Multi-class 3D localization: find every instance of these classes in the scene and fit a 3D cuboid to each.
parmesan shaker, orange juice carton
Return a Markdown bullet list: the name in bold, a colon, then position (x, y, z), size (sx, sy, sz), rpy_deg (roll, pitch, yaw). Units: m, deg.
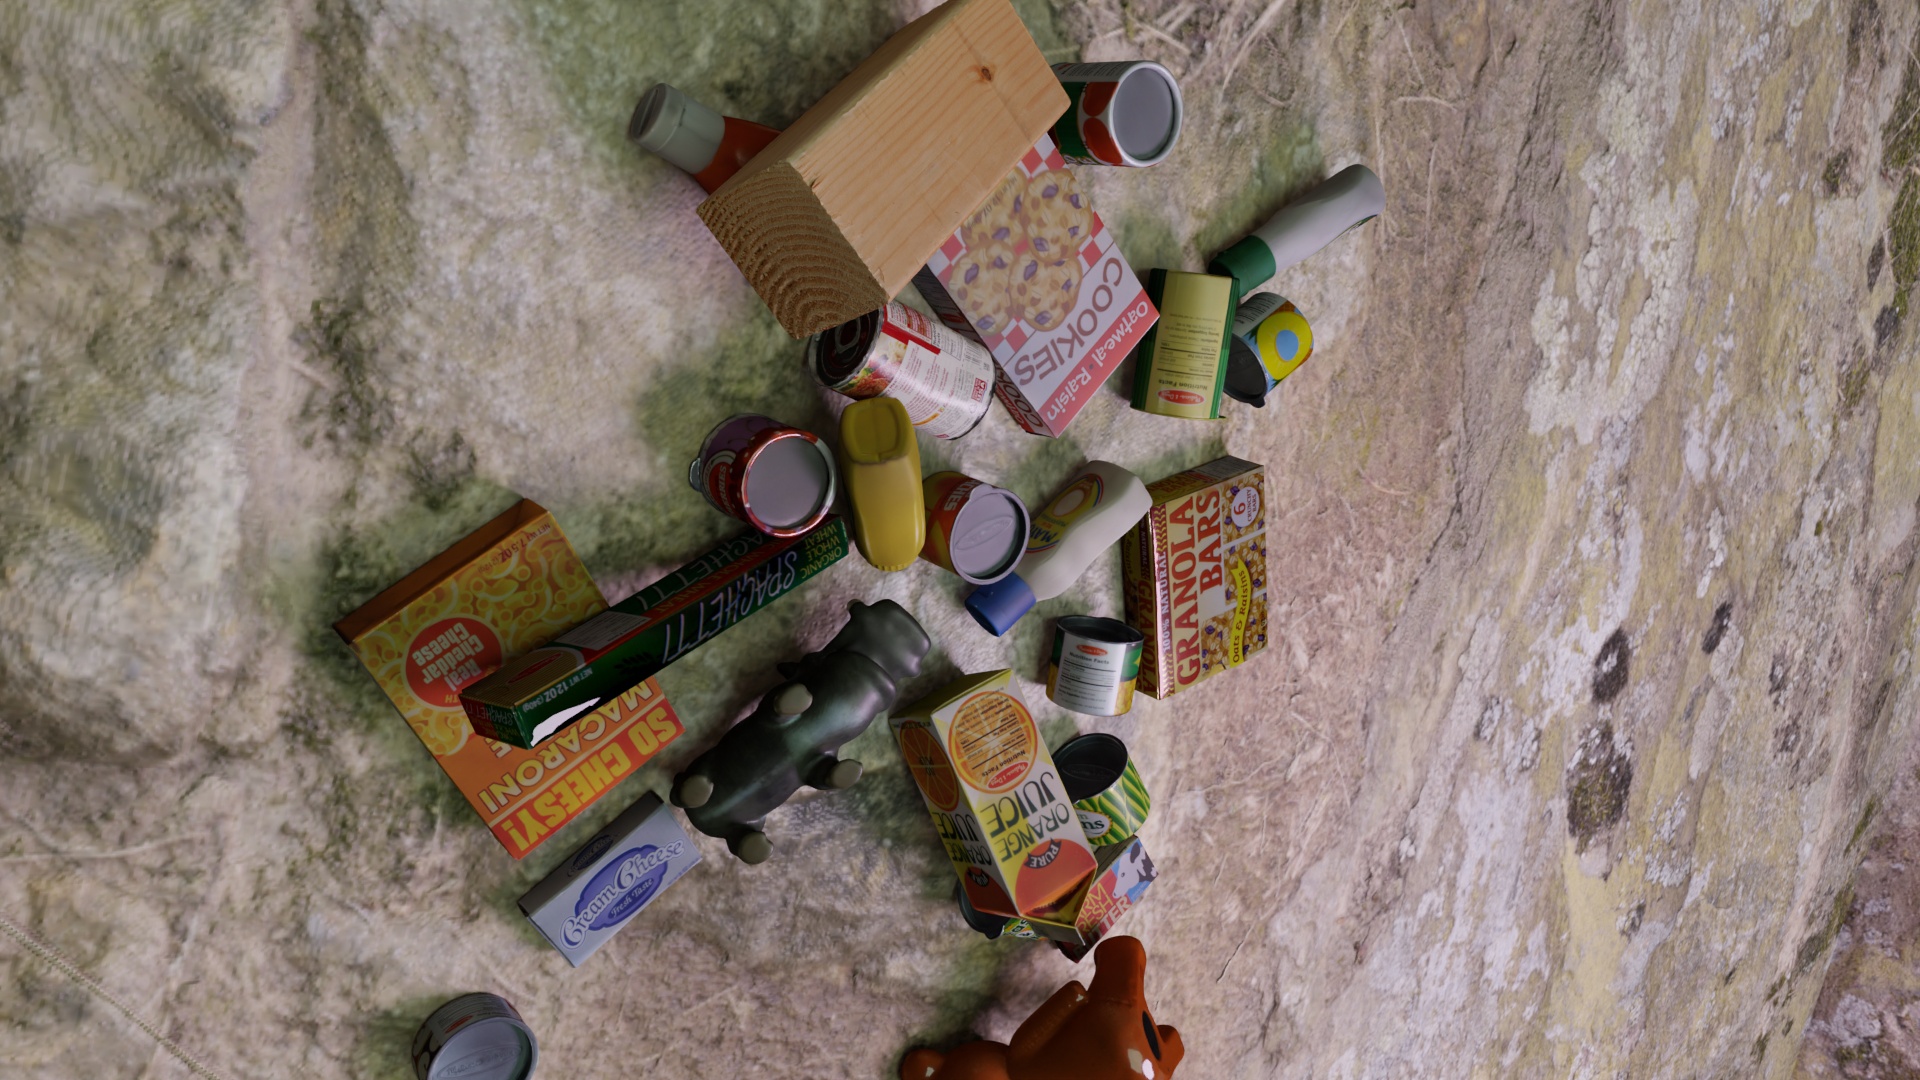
- **parmesan shaker**: position (0.166, -0.143, 1.011), size (0.071, 0.071, 0.102), rpy_deg (-1, 104, -37)
- **orange juice carton**: position (0.030, 0.192, 0.964), size (0.073, 0.071, 0.192), rpy_deg (-25, 93, -28)

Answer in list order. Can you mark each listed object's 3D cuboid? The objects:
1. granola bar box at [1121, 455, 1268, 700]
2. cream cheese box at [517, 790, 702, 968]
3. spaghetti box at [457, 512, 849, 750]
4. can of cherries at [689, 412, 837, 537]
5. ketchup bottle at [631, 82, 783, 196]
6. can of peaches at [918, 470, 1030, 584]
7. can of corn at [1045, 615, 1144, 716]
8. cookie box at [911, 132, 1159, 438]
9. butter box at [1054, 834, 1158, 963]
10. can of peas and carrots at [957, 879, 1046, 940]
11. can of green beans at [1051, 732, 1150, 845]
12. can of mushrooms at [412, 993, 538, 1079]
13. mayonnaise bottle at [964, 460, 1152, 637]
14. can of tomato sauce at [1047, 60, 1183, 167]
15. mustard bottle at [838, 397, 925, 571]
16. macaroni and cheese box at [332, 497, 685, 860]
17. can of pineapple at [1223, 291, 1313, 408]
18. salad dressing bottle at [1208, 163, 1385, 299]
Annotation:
- **granola bar box**: position (0.187, 0.029, 1.099), size (0.125, 0.039, 0.164), rpy_deg (-20, 115, -31)
- **cream cheese box**: position (-0.215, 0.210, 0.861), size (0.104, 0.024, 0.053), rpy_deg (-40, 124, -21)
- **spaghetti box**: position (-0.162, 0.042, 0.790), size (0.251, 0.050, 0.028), rpy_deg (-33, 120, -44)
- **can of cherries**: position (-0.118, -0.038, 0.836), size (0.072, 0.058, 0.071), rpy_deg (-12, 111, -34)
- **ketchup bottle**: position (-0.115, -0.209, 0.795), size (0.149, 0.043, 0.065), rpy_deg (23, 80, -39)
- **can of peaches**: position (0.003, -0.012, 0.936), size (0.071, 0.058, 0.071), rpy_deg (-12, 111, -33)
- **can of corn**: position (0.101, 0.093, 1.038), size (0.071, 0.071, 0.058), rpy_deg (0, 105, -37)
- **cookie box**: position (0.050, -0.169, 0.934), size (0.123, 0.040, 0.167), rpy_deg (-50, 126, -14)
- **butter box**: position (0.113, 0.289, 1.133), size (0.104, 0.024, 0.053), rpy_deg (-43, 124, -19)
- **can of peas and carrots**: position (0.042, 0.266, 1.043), size (0.059, 0.071, 0.071), rpy_deg (22, 90, -40)
- **can of green beans**: position (0.107, 0.192, 1.072), size (0.071, 0.071, 0.057), rpy_deg (-41, 125, -20)
- **can of mushrooms**: position (-0.290, 0.310, 0.830), size (0.071, 0.033, 0.070), rpy_deg (-12, 111, -34)
- **mayonnaise bottle**: position (0.067, 0.006, 0.988), size (0.148, 0.065, 0.041), rpy_deg (-44, 122, -14)
- **can of tomato sauce**: position (0.094, -0.276, 0.906), size (0.071, 0.083, 0.071), rpy_deg (-12, 111, -34)
- **mustard bottle**: position (-0.047, -0.021, 0.879), size (0.049, 0.065, 0.159), rpy_deg (-7, 145, -3)
- **macaroni and cheese box**: position (-0.248, 0.079, 0.786), size (0.124, 0.040, 0.165), rpy_deg (-38, 123, -22)
- **can of pineapple**: position (0.226, -0.145, 1.056), size (0.058, 0.071, 0.070), rpy_deg (-39, 124, -21)
- **salad dressing bottle**: position (0.255, -0.234, 1.059), size (0.148, 0.064, 0.044), rpy_deg (-33, 103, -15)
